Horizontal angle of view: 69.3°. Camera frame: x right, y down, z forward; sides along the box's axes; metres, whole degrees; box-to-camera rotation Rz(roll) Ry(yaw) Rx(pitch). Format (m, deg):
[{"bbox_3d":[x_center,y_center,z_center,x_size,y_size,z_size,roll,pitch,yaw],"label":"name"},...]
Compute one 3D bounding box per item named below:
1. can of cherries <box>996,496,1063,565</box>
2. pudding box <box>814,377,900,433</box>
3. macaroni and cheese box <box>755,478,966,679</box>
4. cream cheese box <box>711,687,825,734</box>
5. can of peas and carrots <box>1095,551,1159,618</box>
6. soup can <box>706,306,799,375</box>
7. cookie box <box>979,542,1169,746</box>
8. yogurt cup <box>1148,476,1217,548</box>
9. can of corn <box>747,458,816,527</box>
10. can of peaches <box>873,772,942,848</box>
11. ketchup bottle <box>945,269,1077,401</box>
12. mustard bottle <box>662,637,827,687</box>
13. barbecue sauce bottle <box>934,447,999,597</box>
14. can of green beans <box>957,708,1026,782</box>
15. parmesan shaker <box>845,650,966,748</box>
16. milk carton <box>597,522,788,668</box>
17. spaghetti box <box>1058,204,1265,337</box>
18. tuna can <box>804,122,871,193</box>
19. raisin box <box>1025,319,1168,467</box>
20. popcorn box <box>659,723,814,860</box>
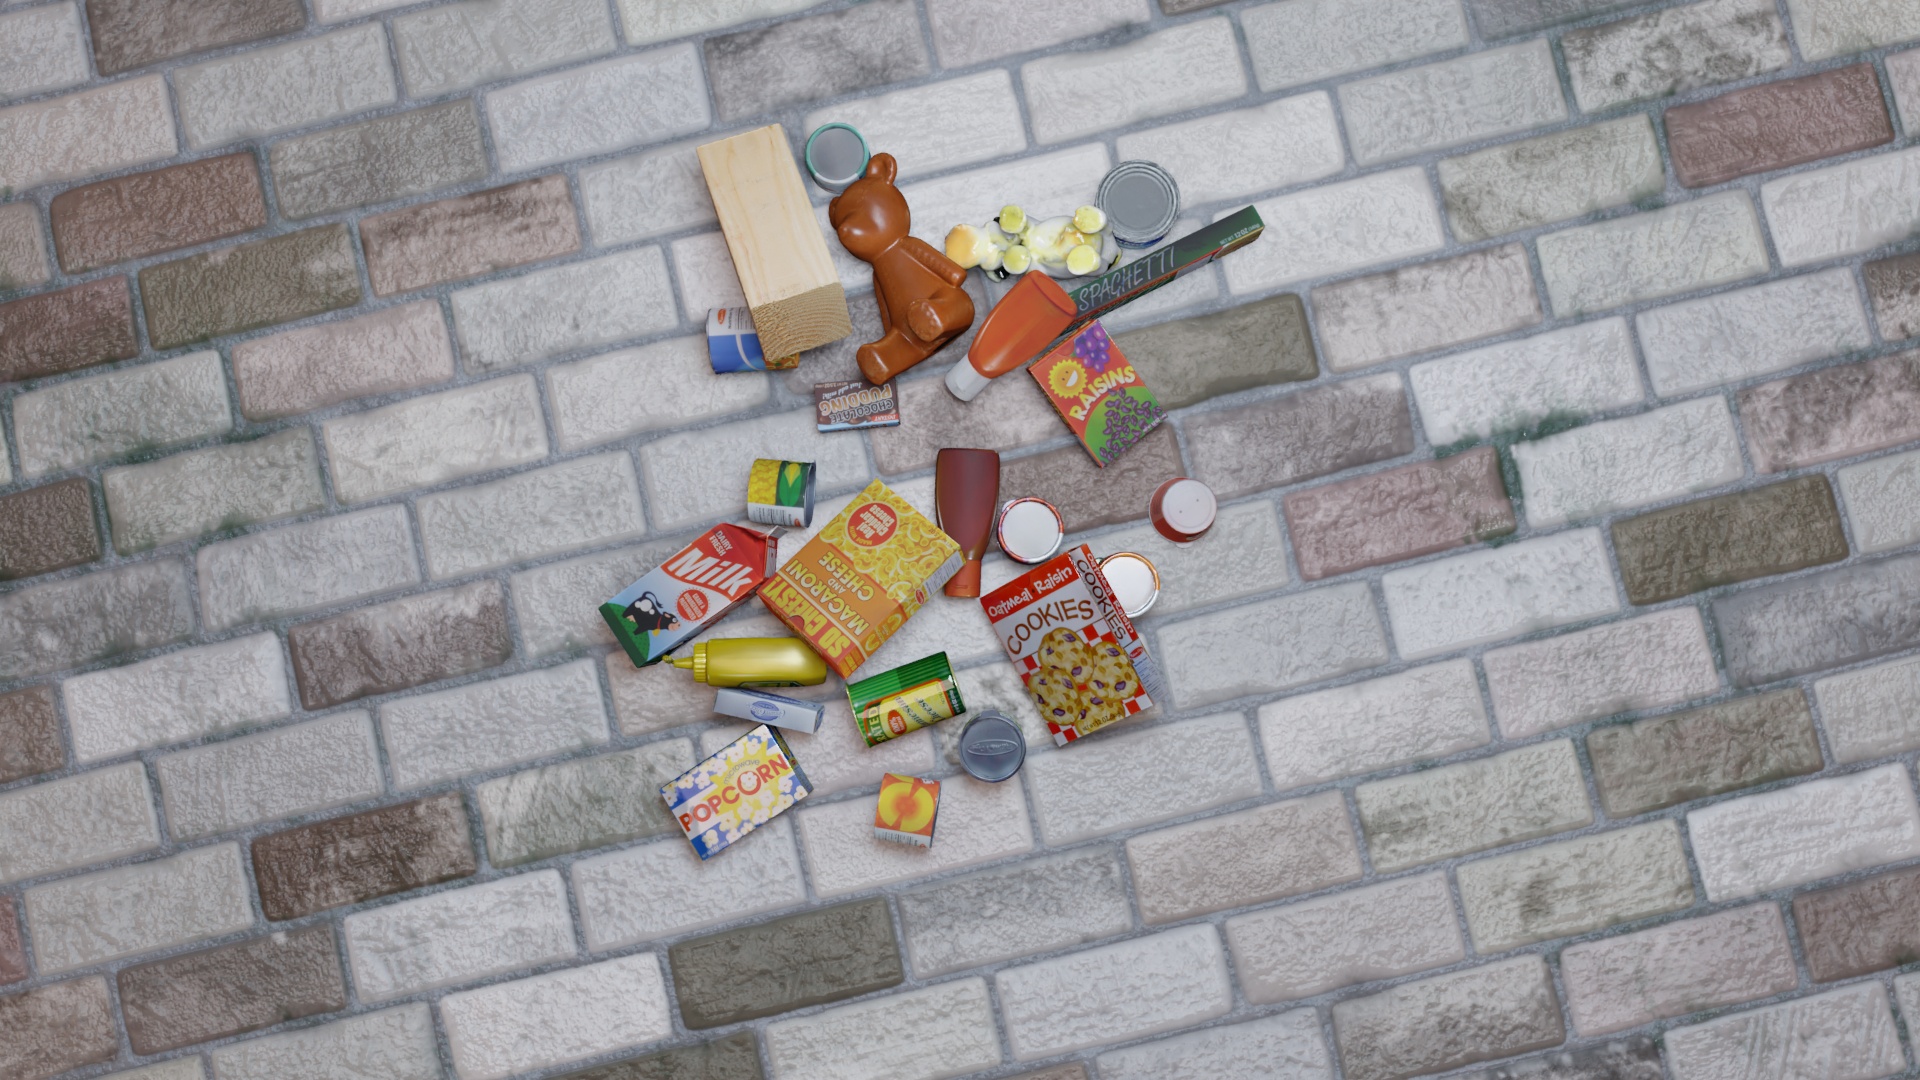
[{"bbox_3d":[0.067,-0.011,1.382,0.071,0.058,0.071,0,87,1],"label":"can of cherries"},{"bbox_3d":[-0.105,-0.137,1.407,0.084,0.030,0.049,-5,88,1],"label":"pudding box"},{"bbox_3d":[-0.097,0.035,1.351,0.167,0.040,0.124,-44,61,-14],"label":"macaroni and cheese box"},{"bbox_3d":[-0.189,0.167,1.379,0.104,0.053,0.024,12,91,2],"label":"cream cheese box"},{"bbox_3d":[0.160,0.043,1.377,0.071,0.058,0.071,0,87,1],"label":"can of peas and carrots"},{"bbox_3d":[-0.207,-0.201,1.397,0.084,0.071,0.071,-4,87,0],"label":"soup can"},{"bbox_3d":[0.108,0.102,1.352,0.122,0.040,0.167,-31,86,37],"label":"cookie box"},{"bbox_3d":[0.224,-0.032,1.383,0.072,0.054,0.072,0,86,1],"label":"yogurt cup"},{"bbox_3d":[-0.178,-0.050,1.387,0.058,0.071,0.071,5,87,2],"label":"can of corn"},{"bbox_3d":[-0.051,0.263,1.365,0.058,0.071,0.071,8,87,2],"label":"can of peaches"},{"bbox_3d":[0.044,-0.196,1.368,0.064,0.044,0.148,41,122,-11],"label":"ketchup bottle"},{"bbox_3d":[-0.212,0.121,1.369,0.160,0.065,0.049,0,78,-7],"label":"mustard bottle"},{"bbox_3d":[0.005,-0.017,1.392,0.065,0.043,0.148,2,87,3],"label":"barbecue sauce bottle"},{"bbox_3d":[0.031,0.202,1.370,0.071,0.058,0.071,0,87,1],"label":"can of green beans"},{"bbox_3d":[-0.053,0.154,1.369,0.103,0.071,0.071,-20,87,0],"label":"parmesan shaker"},{"bbox_3d":[-0.254,0.043,1.378,0.190,0.072,0.073,-35,86,-1],"label":"milk carton"},{"bbox_3d":[0.186,-0.267,1.400,0.250,0.050,0.028,-26,86,0],"label":"spaghetti box"},{"bbox_3d":[-0.125,-0.394,1.422,0.071,0.033,0.071,0,87,1],"label":"tuna can"},{"bbox_3d":[0.135,-0.147,1.385,0.086,0.040,0.123,-37,100,1],"label":"raisin box"},{"bbox_3d":[-0.223,0.248,1.382,0.127,0.038,0.085,-32,86,-1],"label":"popcorn box"}]
